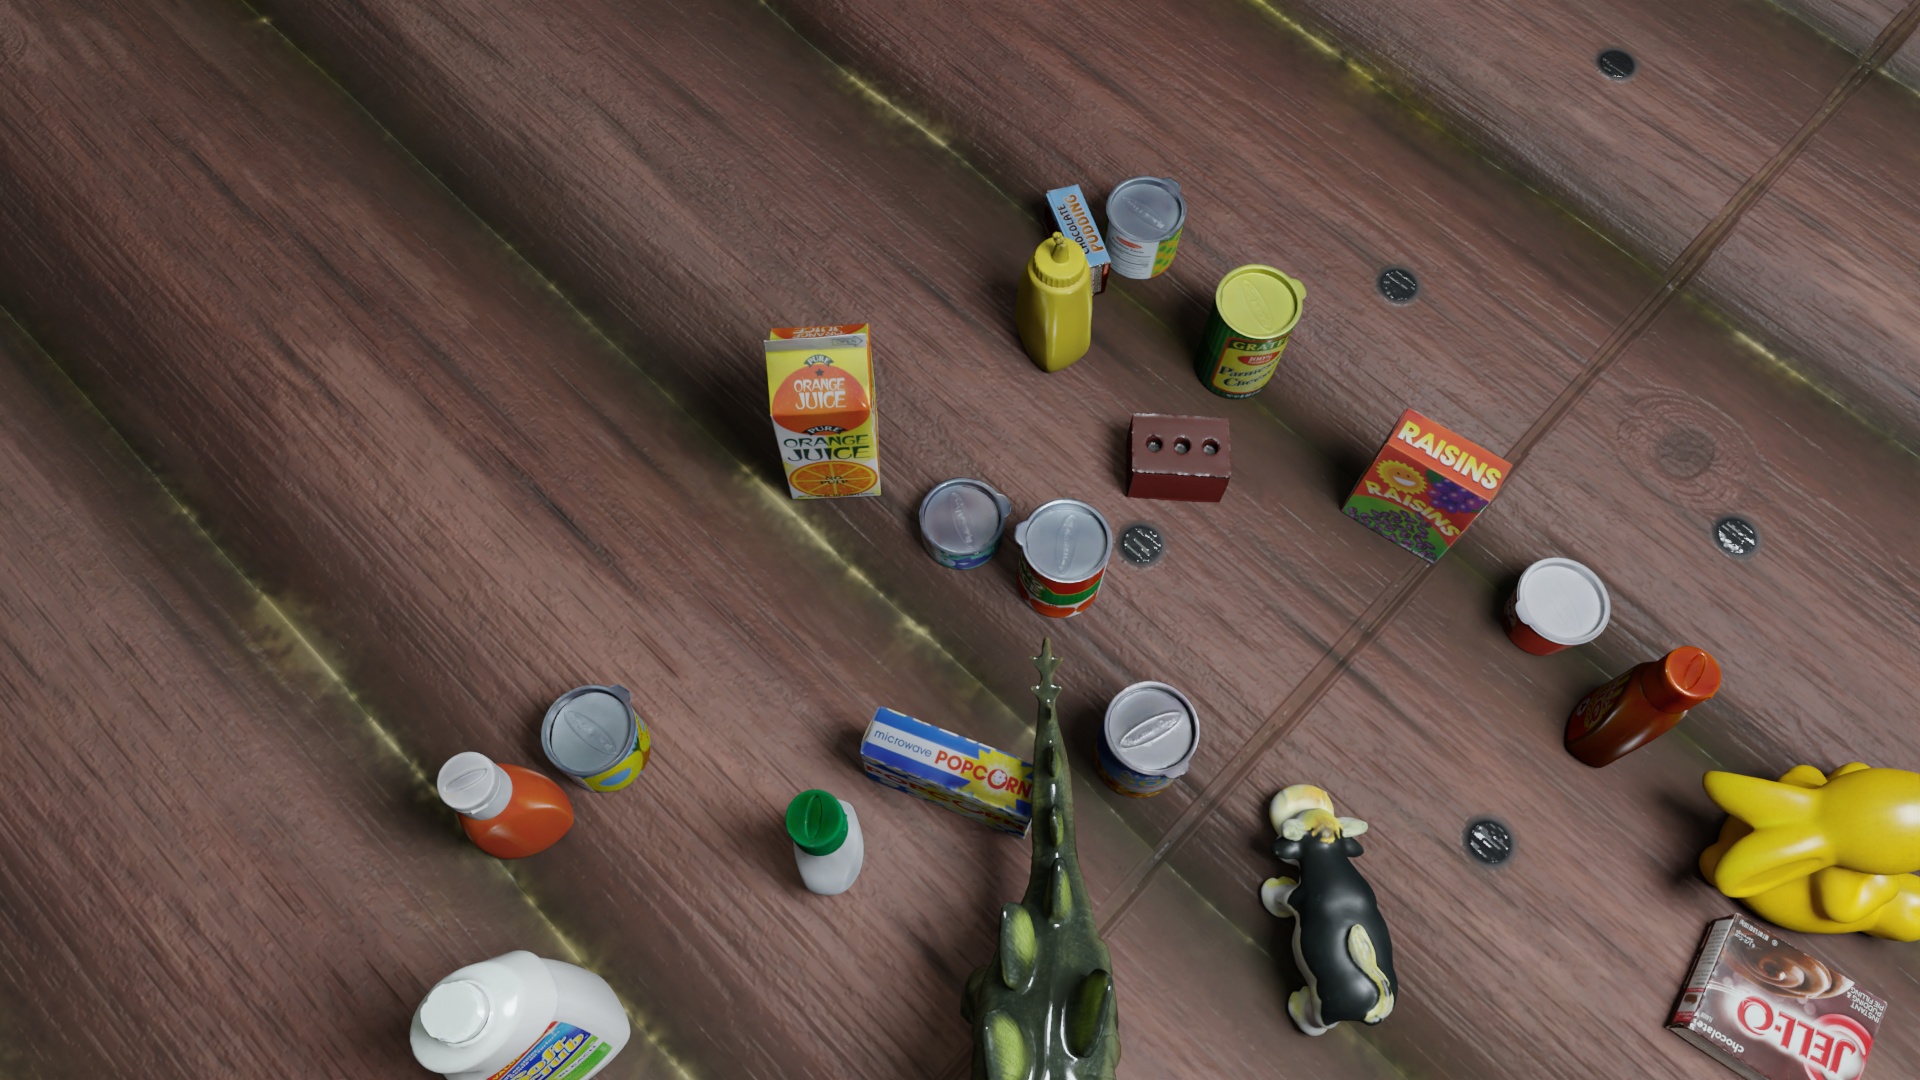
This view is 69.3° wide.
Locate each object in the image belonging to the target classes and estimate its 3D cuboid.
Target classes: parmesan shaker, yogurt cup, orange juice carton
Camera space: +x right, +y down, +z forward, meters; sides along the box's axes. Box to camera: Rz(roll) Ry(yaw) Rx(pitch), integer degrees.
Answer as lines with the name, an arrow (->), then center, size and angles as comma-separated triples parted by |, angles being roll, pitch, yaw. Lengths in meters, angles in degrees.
parmesan shaker -> 0.230, -0.164, 1.106 | 0.071, 0.102, 0.071 | 0, 68, 0
yogurt cup -> 0.444, 0.053, 1.044 | 0.072, 0.053, 0.072 | 0, 67, -1
orange juice carton -> -0.099, -0.101, 1.028 | 0.072, 0.192, 0.073 | -3, 68, -2

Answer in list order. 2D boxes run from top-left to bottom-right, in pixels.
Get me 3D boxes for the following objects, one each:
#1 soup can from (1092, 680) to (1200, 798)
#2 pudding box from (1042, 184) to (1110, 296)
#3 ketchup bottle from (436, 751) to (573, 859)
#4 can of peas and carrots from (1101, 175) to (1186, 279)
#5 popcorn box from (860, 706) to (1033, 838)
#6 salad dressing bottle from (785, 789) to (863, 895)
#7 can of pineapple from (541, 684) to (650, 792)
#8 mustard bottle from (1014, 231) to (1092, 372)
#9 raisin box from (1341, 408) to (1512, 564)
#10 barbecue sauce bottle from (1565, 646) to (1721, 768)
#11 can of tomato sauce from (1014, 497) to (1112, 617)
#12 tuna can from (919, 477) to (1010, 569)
soup can -> 0.132, 0.145, 0.986 | 0.071, 0.083, 0.071 | 0, 68, 0
pudding box -> 0.097, -0.251, 1.170 | 0.030, 0.049, 0.084 | -17, 69, -7
ketchup bottle -> -0.308, 0.177, 0.932 | 0.065, 0.148, 0.043 | -25, 70, -10
can of peas and carrots -> 0.155, -0.265, 1.172 | 0.071, 0.058, 0.071 | 0, 68, -1
popcorn box -> -0.005, 0.164, 0.976 | 0.127, 0.085, 0.038 | 20, 69, 7
salad dressing bottle -> -0.091, 0.198, 0.927 | 0.044, 0.147, 0.064 | 5, 68, 1
can of pineapple -> -0.258, 0.142, 0.997 | 0.071, 0.057, 0.071 | 0, 67, -1
mustard bottle -> 0.075, -0.192, 1.085 | 0.049, 0.159, 0.065 | -28, 71, -11
raisin box -> 0.348, -0.039, 1.044 | 0.086, 0.123, 0.040 | 32, 71, 12
barbecue sauce bottle -> 0.476, 0.113, 0.969 | 0.044, 0.148, 0.065 | 33, 71, 12
can of tomato sauce -> 0.074, 0.015, 1.040 | 0.071, 0.082, 0.071 | 0, 68, 0
tuna can -> 0.004, -0.014, 1.078 | 0.071, 0.032, 0.071 | 0, 67, -1
